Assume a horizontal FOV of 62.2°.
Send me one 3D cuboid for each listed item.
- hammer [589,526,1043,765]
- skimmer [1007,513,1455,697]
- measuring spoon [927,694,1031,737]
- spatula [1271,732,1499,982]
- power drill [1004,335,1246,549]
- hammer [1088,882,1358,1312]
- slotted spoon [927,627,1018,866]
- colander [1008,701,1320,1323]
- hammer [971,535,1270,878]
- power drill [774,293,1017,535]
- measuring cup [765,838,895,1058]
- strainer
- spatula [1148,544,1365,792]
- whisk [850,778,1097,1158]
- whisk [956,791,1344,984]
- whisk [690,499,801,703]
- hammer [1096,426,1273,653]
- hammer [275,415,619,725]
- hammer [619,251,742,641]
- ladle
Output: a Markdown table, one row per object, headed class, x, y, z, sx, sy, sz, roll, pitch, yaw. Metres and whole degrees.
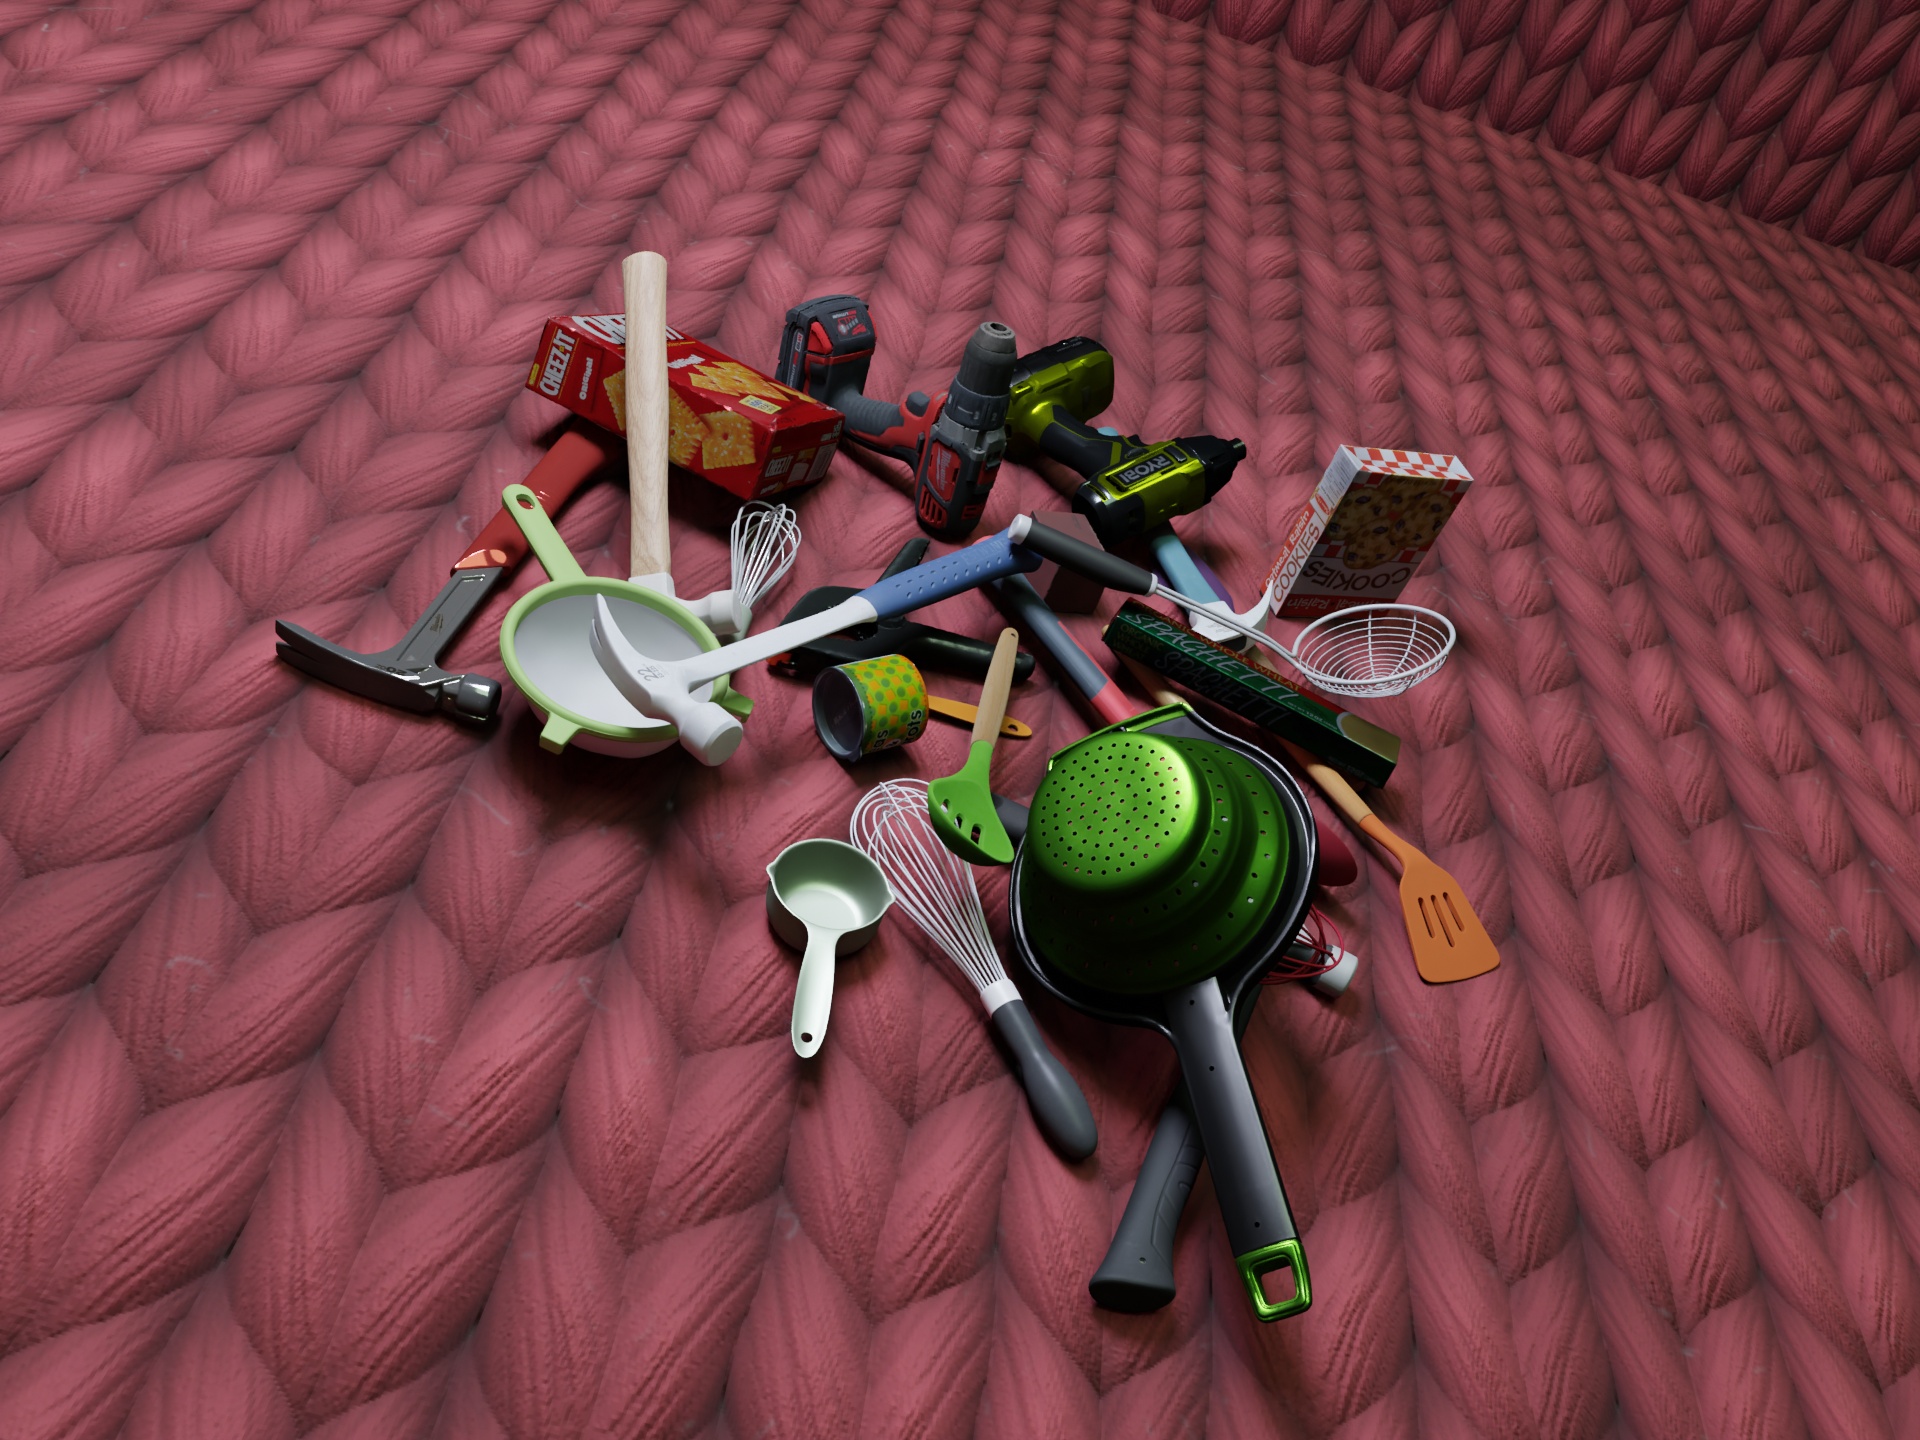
| class | x | y | z | sx | sy | sz | roll | pitch | yaw |
| --- | --- | --- | --- | --- | --- | --- | --- | --- | --- |
| hammer | -0.080 | -0.080 | 1.127 | 0.144 | 0.035 | 0.405 | 37 | 38 | 23 |
| skimmer | 0.217 | -0.108 | 1.261 | 0.363 | 0.090 | 0.127 | 22 | 26 | -14 |
| measuring spoon | -0.002 | -0.004 | 1.197 | 0.117 | 0.011 | 0.021 | 16 | 38 | -12 |
| spatula | 0.296 | 0.069 | 1.233 | 0.081 | 0.041 | 0.323 | -6 | 42 | -30 |
| power drill | 0.137 | -0.258 | 1.454 | 0.171 | 0.080 | 0.223 | -27 | 50 | -19 |
| hammer | 0.144 | 0.221 | 0.979 | 0.146 | 0.035 | 0.335 | 28 | 40 | 7 |
| slotted spoon | 0.019 | 0.009 | 1.102 | 0.070 | 0.031 | 0.314 | 38 | 27 | -13 |
| colander | 0.120 | 0.137 | 0.916 | 0.204 | 0.094 | 0.398 | -24 | 51 | 14 |
| hammer | 0.099 | -0.026 | 1.205 | 0.143 | 0.038 | 0.387 | 27 | 20 | -49 |
| power drill | -0.050 | -0.287 | 1.365 | 0.227 | 0.187 | 0.080 | 37 | 41 | 25 |
| measuring cup | -0.088 | 0.144 | 0.966 | 0.083 | 0.038 | 0.168 | 14 | 41 | -8 |
| strainer | -0.263 | -0.059 | 1.090 | 0.151 | 0.069 | 0.257 | -11 | 51 | -37 |
| spatula | 0.249 | -0.052 | 1.354 | 0.059 | 0.018 | 0.316 | -11 | 47 | -24 |
| whisk | 0.012 | 0.147 | 0.992 | 0.070 | 0.070 | 0.285 | -10 | 53 | -32 |
| whisk | 0.112 | 0.100 | 1.043 | 0.296 | 0.073 | 0.073 | 21 | 35 | 31 |
| whisk | -0.166 | -0.085 | 1.190 | 0.059 | 0.058 | 0.247 | 41 | 37 | -24 |
| hammer | 0.177 | -0.167 | 1.430 | 0.128 | 0.033 | 0.331 | -10 | 44 | -12 |
| hammer | -0.347 | -0.132 | 1.171 | 0.149 | 0.036 | 0.359 | 19 | 39 | -2 |
| hammer | -0.236 | -0.207 | 1.189 | 0.130 | 0.031 | 0.332 | -8 | 68 | 5 |
| ladle | 0.195 | 0.019 | 1.228 | 0.031 | 0.069 | 0.316 | -26 | 49 | -14 |
